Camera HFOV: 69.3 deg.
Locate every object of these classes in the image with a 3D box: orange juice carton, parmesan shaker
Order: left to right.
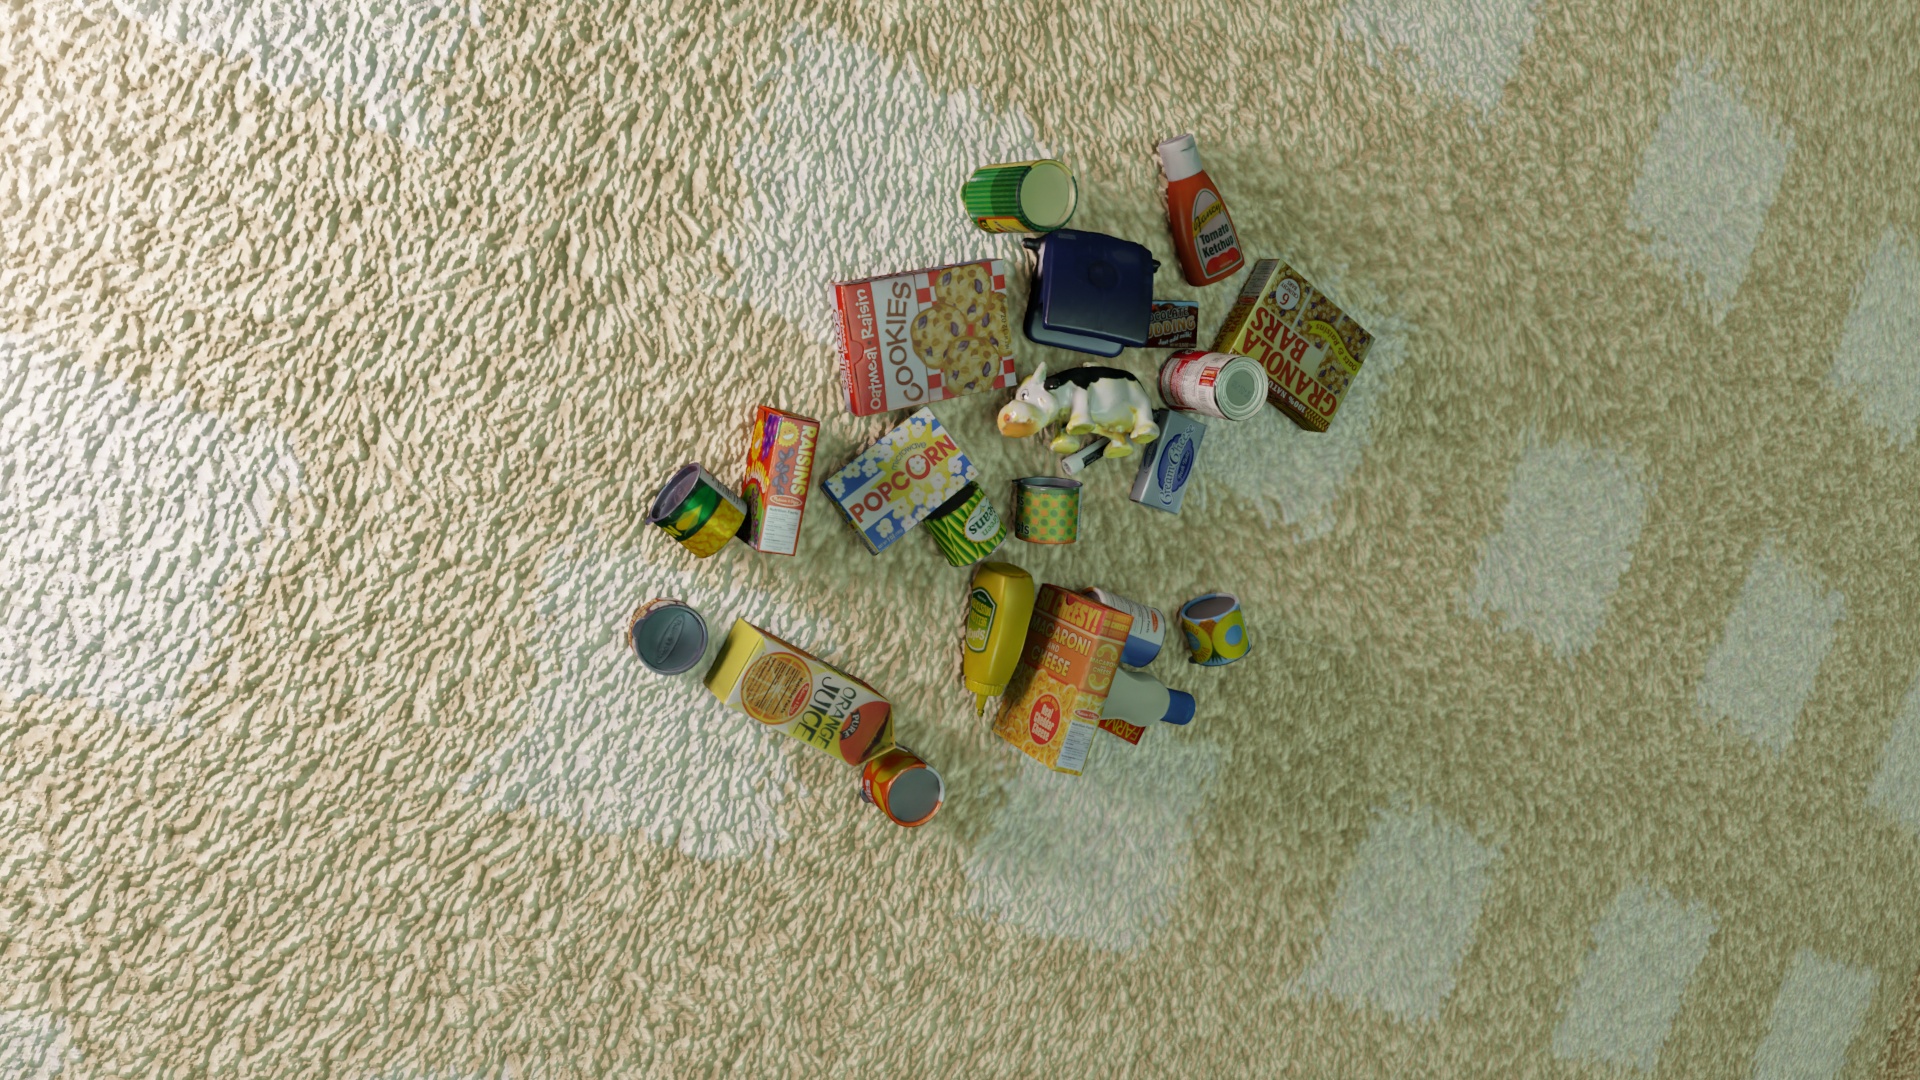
[{"bbox_3d":[-0.137,0.152,1.310,0.192,0.072,0.073,31,86,-28],"label":"orange juice carton"},{"bbox_3d":[0.053,-0.319,1.292,0.071,0.103,0.071,-6,104,-26],"label":"parmesan shaker"}]

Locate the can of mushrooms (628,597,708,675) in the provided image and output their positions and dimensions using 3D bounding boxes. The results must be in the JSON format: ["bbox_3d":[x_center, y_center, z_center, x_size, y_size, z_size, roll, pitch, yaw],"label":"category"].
[{"bbox_3d":[-0.266,0.085,1.252,0.071,0.033,0.071,-6,104,-26],"label":"can of mushrooms"}]

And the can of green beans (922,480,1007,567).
[{"bbox_3d":[0.003,-0.017,1.350,0.071,0.071,0.057,-39,115,-15],"label":"can of green beans"}]

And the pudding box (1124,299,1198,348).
[{"bbox_3d":[0.203,-0.223,1.430,0.084,0.030,0.049,-3,101,-26],"label":"pudding box"}]

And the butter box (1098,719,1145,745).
[{"bbox_3d":[0.160,0.177,1.492,0.103,0.024,0.053,29,86,-29],"label":"butter box"}]

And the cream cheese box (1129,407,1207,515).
[{"bbox_3d":[0.220,-0.083,1.470,0.053,0.024,0.103,17,92,-28],"label":"cream cheese box"}]

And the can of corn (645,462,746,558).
[{"bbox_3d":[-0.233,-0.024,1.229,0.058,0.071,0.071,42,81,-28],"label":"can of corn"}]

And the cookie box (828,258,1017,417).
[{"bbox_3d":[-0.034,-0.193,1.310,0.168,0.040,0.122,-14,106,-24],"label":"cookie box"}]

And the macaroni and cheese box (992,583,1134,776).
[{"bbox_3d":[0.101,0.137,1.398,0.040,0.124,0.166,17,92,-30],"label":"macaroni and cheese box"}]

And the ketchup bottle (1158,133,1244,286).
[{"bbox_3d":[0.241,-0.338,1.418,0.065,0.043,0.148,-30,112,-19],"label":"ketchup bottle"}]

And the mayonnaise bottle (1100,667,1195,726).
[{"bbox_3d":[0.180,0.165,1.463,0.148,0.041,0.064,16,99,-30],"label":"mayonnaise bottle"}]

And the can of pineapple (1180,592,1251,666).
[{"bbox_3d":[0.276,0.097,1.512,0.071,0.071,0.057,-26,111,-20],"label":"can of pineapple"}]

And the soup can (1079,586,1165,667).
[{"bbox_3d":[0.160,0.092,1.454,0.084,0.071,0.071,20,91,-28],"label":"soup can"}]

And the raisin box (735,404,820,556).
[{"bbox_3d":[-0.166,-0.055,1.245,0.040,0.086,0.123,10,96,-23],"label":"raisin box"}]

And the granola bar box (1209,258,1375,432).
[{"bbox_3d":[0.360,-0.210,1.507,0.165,0.039,0.124,31,85,-29],"label":"granola bar box"}]

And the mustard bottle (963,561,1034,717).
[{"bbox_3d":[0.033,0.104,1.392,0.049,0.065,0.159,4,102,-32],"label":"mustard bottle"}]

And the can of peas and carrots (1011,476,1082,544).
[{"bbox_3d":[0.086,-0.030,1.390,0.071,0.071,0.058,-3,103,-26],"label":"can of peas and carrots"}]

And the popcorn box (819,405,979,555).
[{"bbox_3d":[-0.058,-0.056,1.312,0.127,0.038,0.085,-39,92,-15],"label":"popcorn box"}]

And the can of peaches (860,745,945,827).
[{"bbox_3d":[-0.058,0.245,1.377,0.071,0.058,0.071,-6,103,-26],"label":"can of peaches"}]
